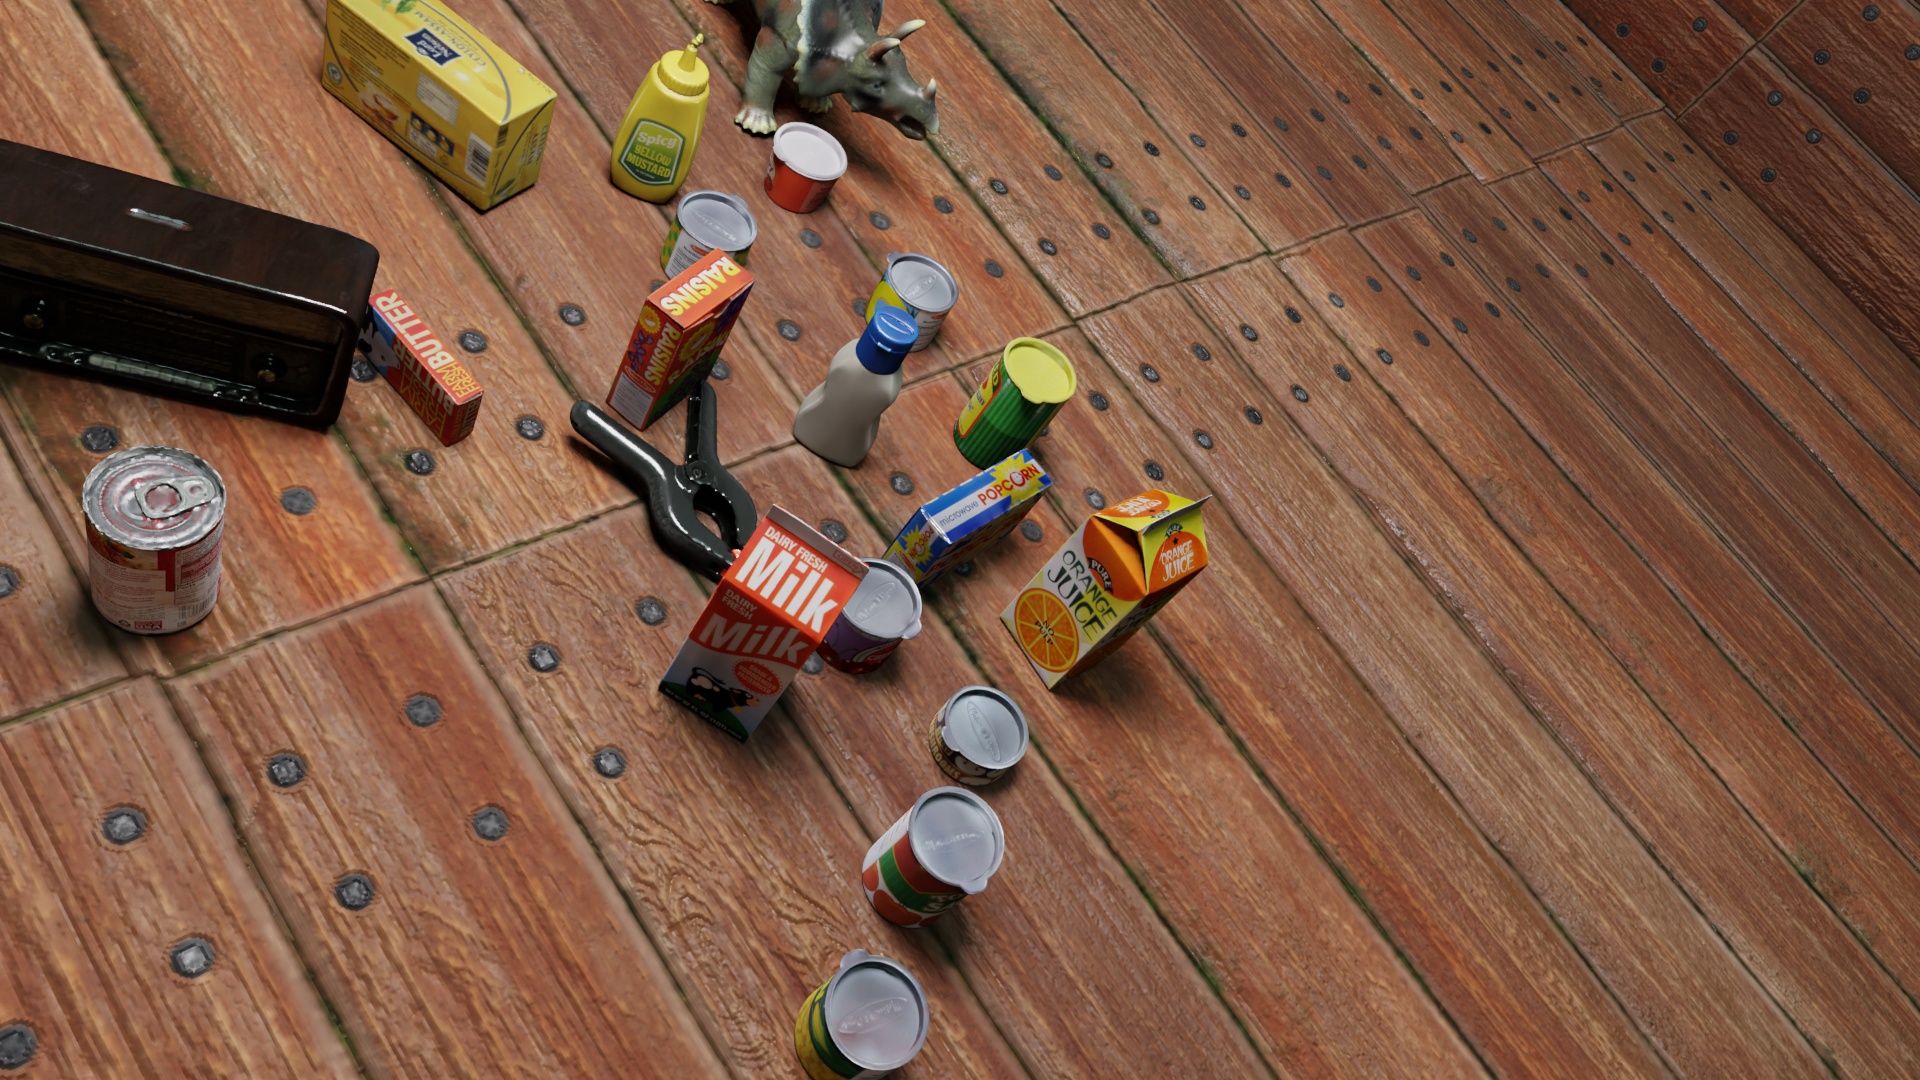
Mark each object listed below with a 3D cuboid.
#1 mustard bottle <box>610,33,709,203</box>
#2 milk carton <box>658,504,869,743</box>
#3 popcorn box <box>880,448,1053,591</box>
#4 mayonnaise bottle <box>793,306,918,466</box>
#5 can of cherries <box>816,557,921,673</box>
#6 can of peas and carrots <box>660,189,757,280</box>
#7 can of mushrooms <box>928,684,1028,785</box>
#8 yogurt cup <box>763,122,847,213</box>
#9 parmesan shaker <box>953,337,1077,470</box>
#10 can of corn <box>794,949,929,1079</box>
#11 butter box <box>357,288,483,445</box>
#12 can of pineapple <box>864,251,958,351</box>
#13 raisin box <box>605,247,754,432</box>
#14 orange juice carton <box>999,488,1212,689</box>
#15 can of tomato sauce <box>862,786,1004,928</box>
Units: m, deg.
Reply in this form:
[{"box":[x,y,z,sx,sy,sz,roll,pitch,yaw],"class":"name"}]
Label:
[{"box":[-0.238,-0.346,1.127,0.065,0.159,0.049,19,50,-17],"class":"mustard bottle"},{"box":[-0.122,0.047,0.888,0.072,0.189,0.074,34,48,-4],"class":"milk carton"},{"box":[0.004,-0.013,1.073,0.127,0.084,0.038,-31,76,-41],"class":"popcorn box"},{"box":[-0.076,-0.118,1.061,0.065,0.147,0.041,29,48,-8],"class":"mayonnaise bottle"},{"box":[-0.068,0.057,1.000,0.071,0.058,0.072,15,52,-20],"class":"can of cherries"},{"box":[-0.206,-0.245,1.140,0.071,0.058,0.071,15,52,-20],"class":"can of peas and carrots"},{"box":[0.011,0.141,1.000,0.071,0.033,0.071,15,51,-20],"class":"can of mushrooms"},{"box":[-0.142,-0.331,1.242,0.072,0.053,0.073,15,52,-20],"class":"yogurt cup"},{"box":[0.043,-0.109,1.152,0.071,0.102,0.071,15,52,-20],"class":"parmesan shaker"},{"box":[-0.061,0.289,0.836,0.071,0.058,0.071,15,52,-20],"class":"can of corn"},{"box":[-0.373,-0.119,0.958,0.103,0.053,0.024,47,48,8],"class":"butter box"},{"box":[-0.044,-0.208,1.205,0.071,0.057,0.071,15,52,-20],"class":"can of pineapple"},{"box":[-0.207,-0.147,1.025,0.040,0.122,0.086,40,47,2],"class":"raisin box"},{"box":[0.114,0.028,1.033,0.072,0.191,0.073,-21,70,-38],"class":"orange juice carton"},{"box":[-0.018,0.209,0.902,0.071,0.082,0.071,15,52,-20],"class":"can of tomato sauce"}]
